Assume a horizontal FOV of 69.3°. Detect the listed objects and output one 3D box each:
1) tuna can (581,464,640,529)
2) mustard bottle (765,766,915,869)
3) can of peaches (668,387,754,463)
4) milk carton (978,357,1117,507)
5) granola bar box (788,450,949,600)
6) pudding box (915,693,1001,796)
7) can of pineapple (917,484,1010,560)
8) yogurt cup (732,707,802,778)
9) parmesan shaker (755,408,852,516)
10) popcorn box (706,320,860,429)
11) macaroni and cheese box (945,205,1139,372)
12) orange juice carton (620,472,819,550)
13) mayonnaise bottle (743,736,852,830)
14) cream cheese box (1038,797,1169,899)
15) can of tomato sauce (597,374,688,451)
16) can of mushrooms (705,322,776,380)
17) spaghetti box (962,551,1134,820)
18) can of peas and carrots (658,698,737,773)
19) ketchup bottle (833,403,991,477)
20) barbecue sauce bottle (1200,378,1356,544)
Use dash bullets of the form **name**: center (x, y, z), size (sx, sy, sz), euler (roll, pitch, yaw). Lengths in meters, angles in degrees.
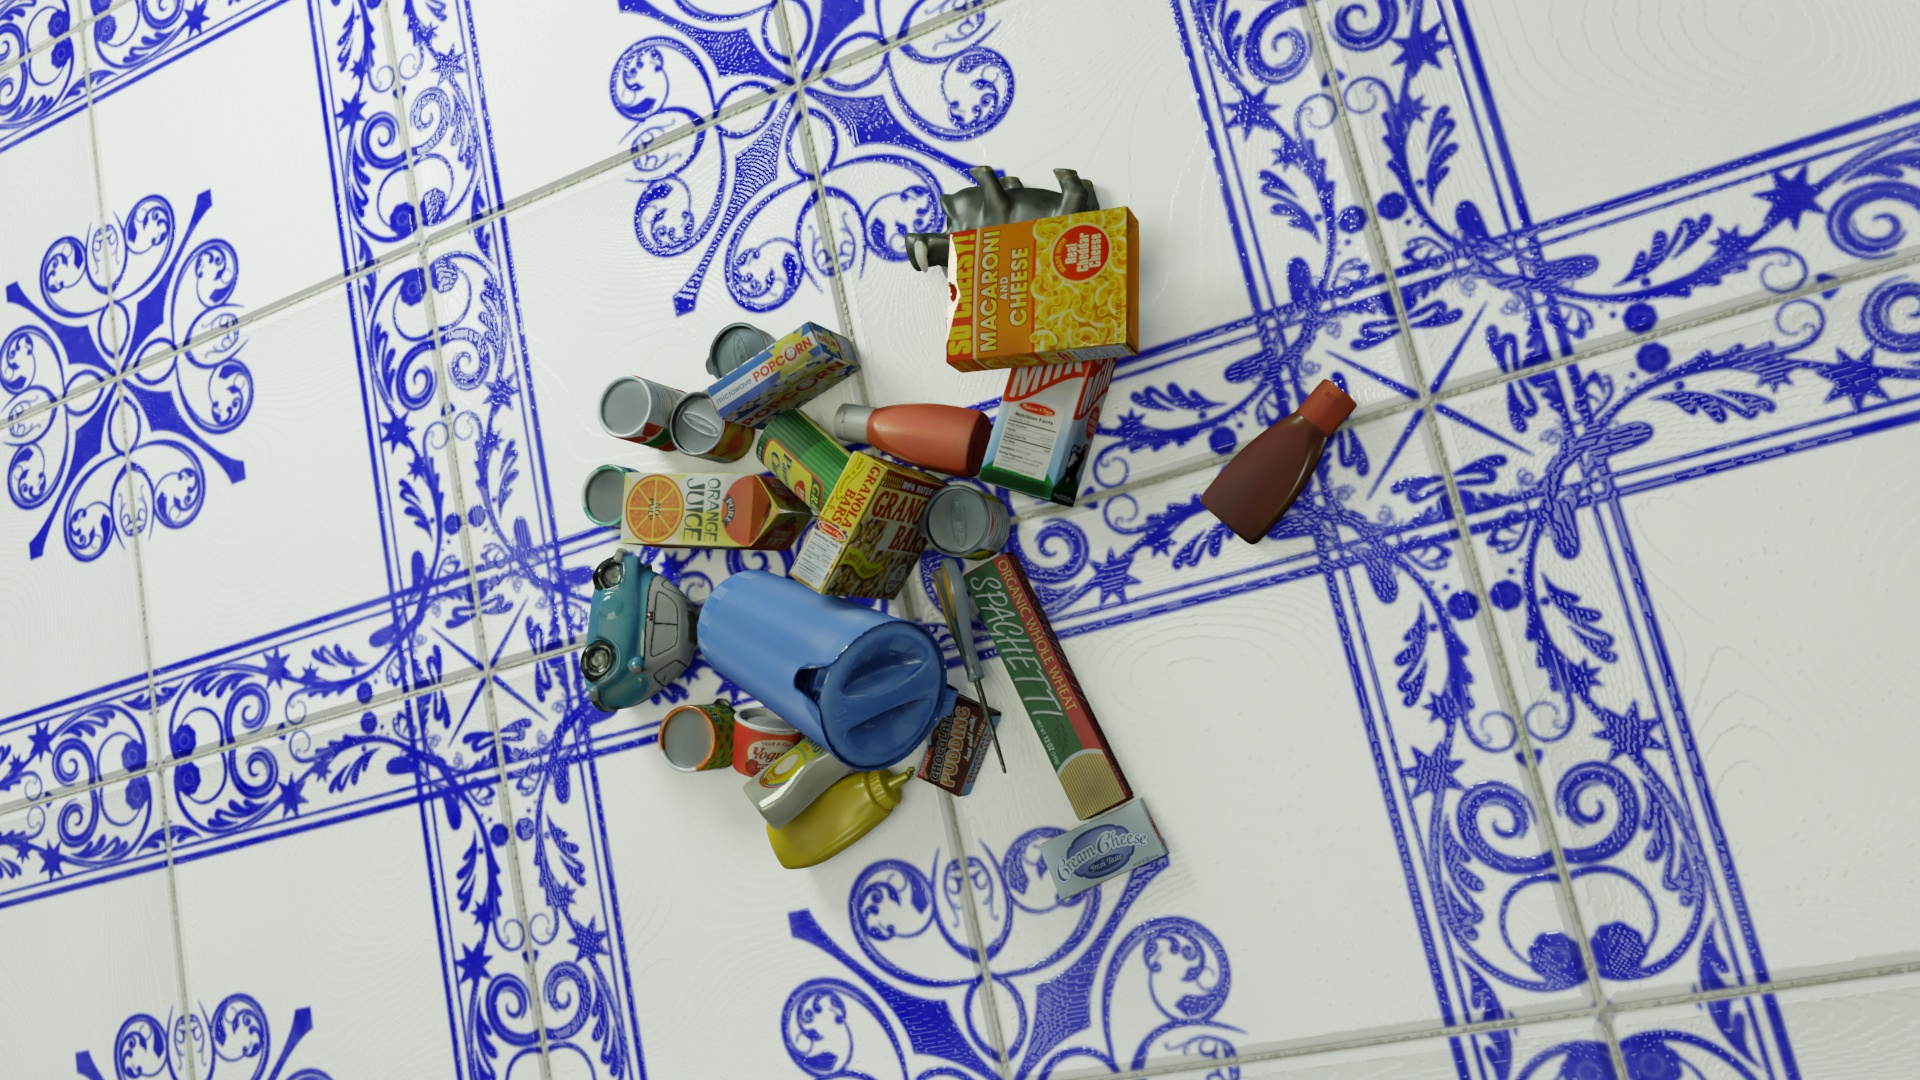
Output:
- **tuna can**: center (-0.356, -0.044, 1.442), size (0.071, 0.033, 0.071), euler (-2, 84, 22)
- **mustard bottle**: center (-0.105, 0.252, 1.301), size (0.160, 0.049, 0.065), euler (-30, 74, 16)
- **can of peaches**: center (-0.248, -0.115, 1.392), size (0.071, 0.058, 0.071), euler (-3, 83, 22)
- **milk carton**: center (0.086, -0.132, 1.252), size (0.073, 0.072, 0.190), euler (17, 92, 22)
- **granola bar box**: center (-0.075, -0.009, 1.254), size (0.039, 0.165, 0.124), euler (31, 97, 19)
- **pudding box**: center (-0.002, 0.187, 1.277), size (0.050, 0.030, 0.083), euler (23, 93, 23)
- **can of pineapple**: center (0.005, -0.016, 1.280), size (0.071, 0.058, 0.071), euler (-2, 84, 22)
- **yogurt cup**: center (-0.187, 0.196, 1.333), size (0.072, 0.072, 0.054), euler (15, 99, 23)
- **parmesan shaker**: center (-0.140, -0.070, 1.341), size (0.103, 0.071, 0.071), euler (40, 100, 23)
- **popcorn box**: center (-0.171, -0.158, 1.351), size (0.126, 0.085, 0.038), euler (-30, 76, 16)
- **macaroni and cheese box**: center (0.070, -0.216, 1.206), size (0.166, 0.040, 0.124), euler (-3, 78, 23)
- **orange juice carton**: center (-0.234, -0.028, 1.370), size (0.192, 0.072, 0.073), euler (1, 86, 22)
- **mayonnaise bottle**: center (-0.130, 0.202, 1.292), size (0.148, 0.041, 0.065), euler (-39, 28, -12)
- **cream cheese box**: center (0.125, 0.271, 1.220), size (0.103, 0.024, 0.053), euler (-29, 74, 17)
- **can of tomato sauce**: center (-0.318, -0.128, 1.408), size (0.071, 0.083, 0.071), euler (-2, 84, 22)
- **can of mushrooms**: center (-0.219, -0.184, 1.401), size (0.071, 0.033, 0.071), euler (-2, 85, 21)
- **spaghetti box**: center (0.077, 0.128, 1.252), size (0.050, 0.028, 0.250), euler (-30, 75, 16)
- **can of peas and carrots**: center (-0.253, 0.191, 1.362), size (0.071, 0.059, 0.071), euler (-2, 84, 21)
- **ketchup bottle**: center (-0.048, -0.102, 1.318), size (0.149, 0.043, 0.065), euler (12, 81, 23)
- **barbecue sauce bottle**: center (0.275, -0.070, 1.185), size (0.065, 0.043, 0.148), euler (43, 100, 20)
